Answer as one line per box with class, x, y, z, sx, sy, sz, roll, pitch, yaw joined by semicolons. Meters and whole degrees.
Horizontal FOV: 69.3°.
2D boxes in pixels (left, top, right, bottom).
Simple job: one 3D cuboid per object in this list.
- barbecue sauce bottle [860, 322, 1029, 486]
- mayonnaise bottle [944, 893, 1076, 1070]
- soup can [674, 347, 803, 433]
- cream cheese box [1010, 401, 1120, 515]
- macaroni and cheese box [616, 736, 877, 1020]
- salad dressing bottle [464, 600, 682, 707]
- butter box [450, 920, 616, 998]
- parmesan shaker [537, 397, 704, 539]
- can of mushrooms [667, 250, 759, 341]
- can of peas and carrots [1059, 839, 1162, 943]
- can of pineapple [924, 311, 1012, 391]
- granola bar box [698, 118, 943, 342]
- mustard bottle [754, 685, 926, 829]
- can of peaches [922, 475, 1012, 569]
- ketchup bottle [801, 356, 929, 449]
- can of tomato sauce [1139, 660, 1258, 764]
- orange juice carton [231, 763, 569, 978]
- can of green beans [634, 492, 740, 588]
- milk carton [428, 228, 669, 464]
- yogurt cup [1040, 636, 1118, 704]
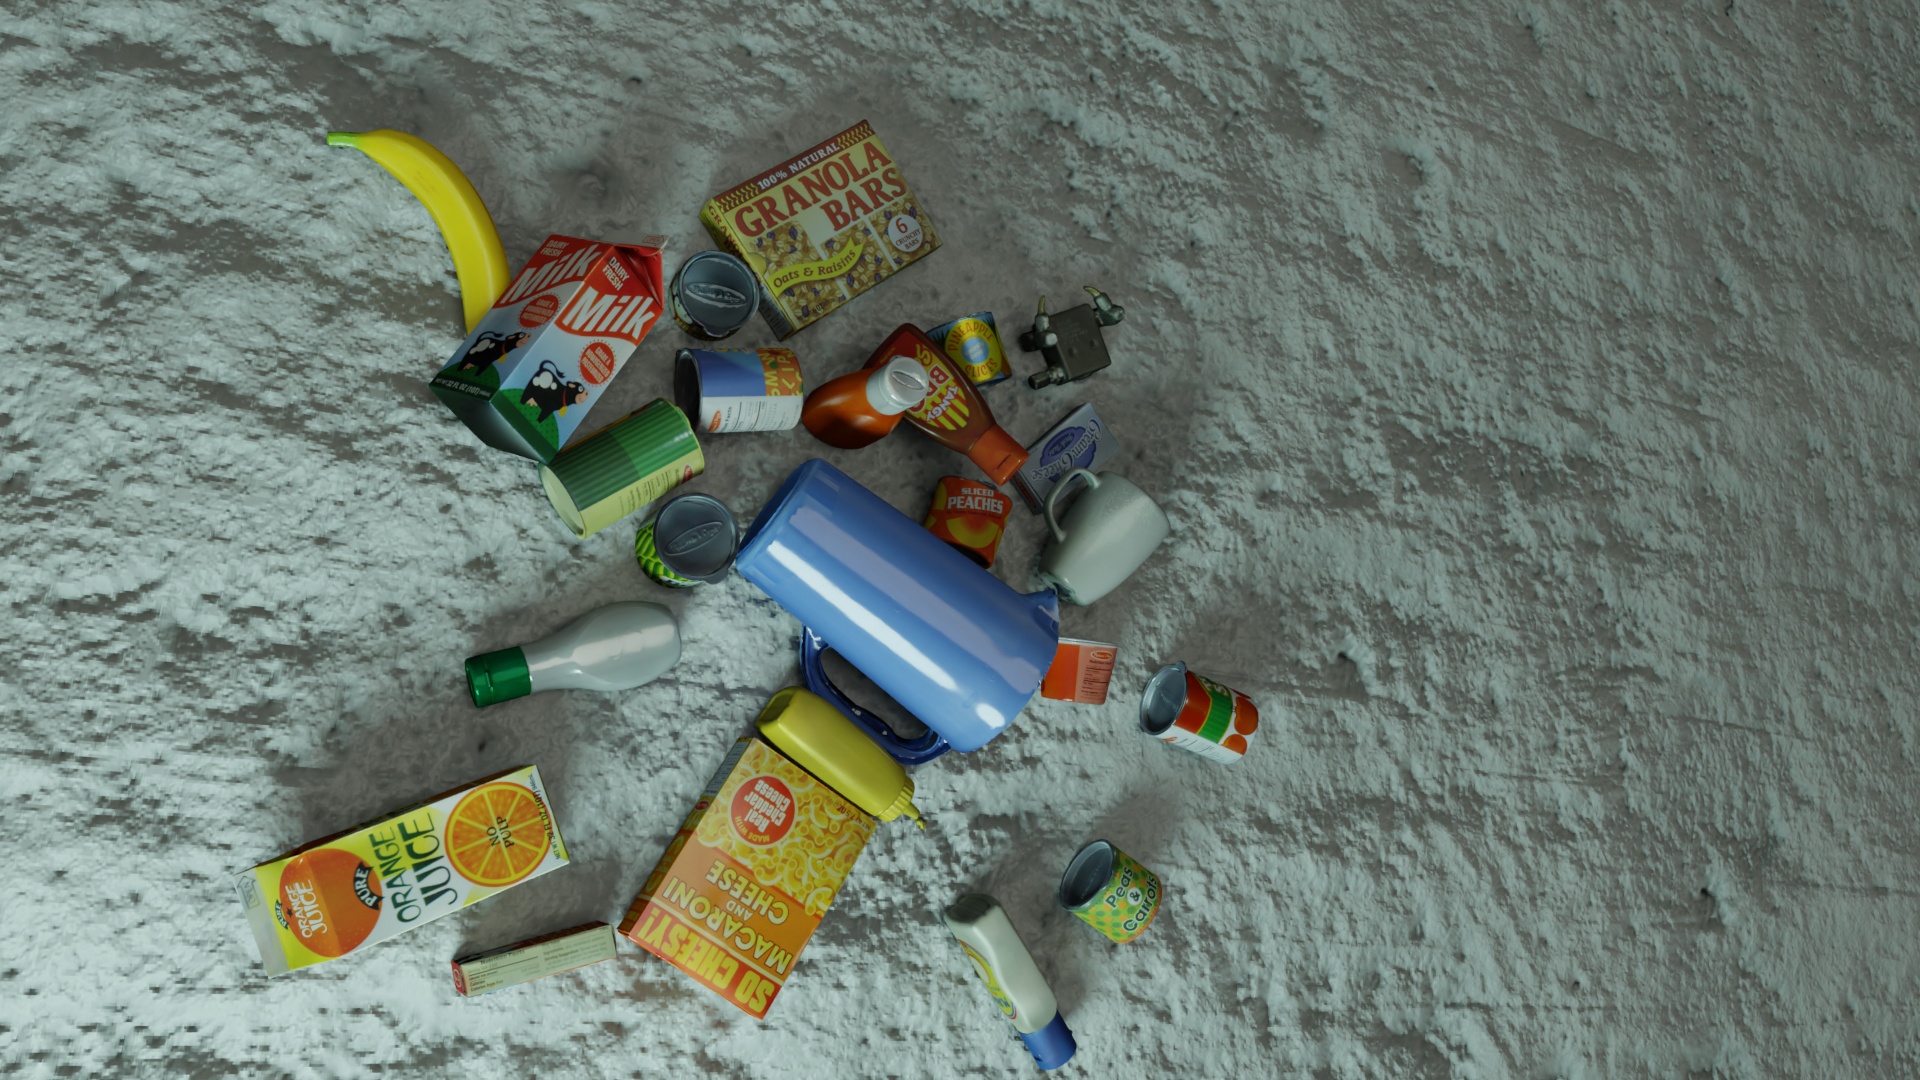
barbecue sauce bottle;-0.009;-0.107;1.130;0.148;0.044;0.065;43;96;6
mayonnaise bottle;0.043;0.354;1.112;0.041;0.064;0.148;-34;101;-24
soup can;-0.173;-0.119;1.081;0.084;0.071;0.071;-5;84;-28
cream cheese box;0.091;-0.074;1.230;0.104;0.024;0.053;-40;100;-27
macaroni and cheese box;-0.157;0.251;1.038;0.123;0.040;0.167;39;66;-16
salad dressing bottle;-0.279;0.084;1.004;0.148;0.044;0.064;-13;89;-27
butter box;-0.293;0.287;0.955;0.104;0.053;0.024;-9;83;-29
parmesan shaker;-0.251;-0.055;1.027;0.103;0.071;0.071;-33;97;-27
can of mushrooms;-0.196;-0.191;1.100;0.071;0.033;0.071;5;79;-27
can of peas and carrots;0.127;0.293;1.158;0.058;0.071;0.071;38;67;-17
can of pineapple;0.005;-0.156;1.176;0.071;0.071;0.058;-19;91;-28
granola bar box;-0.113;-0.259;1.151;0.166;0.039;0.124;-36;98;-28
mustard bottle;-0.084;0.175;1.078;0.160;0.065;0.049;42;63;-20
can of peaches;0.004;-0.014;1.150;0.071;0.071;0.058;26;72;-21
ketchup bottle;-0.071;-0.107;1.084;0.065;0.148;0.043;23;73;-22
can of tomato sauce;0.212;0.152;1.229;0.083;0.071;0.071;24;71;-22
orange juice carton;-0.367;0.215;0.919;0.193;0.073;0.072;-19;91;-28
can of green beans;-0.206;0.001;1.047;0.071;0.057;0.071;5;79;-26
milk carton;-0.287;-0.156;1.011;0.191;0.072;0.073;-60;144;-23
yogurt cup;0.098;0.110;1.181;0.072;0.072;0.054;8;86;-26
